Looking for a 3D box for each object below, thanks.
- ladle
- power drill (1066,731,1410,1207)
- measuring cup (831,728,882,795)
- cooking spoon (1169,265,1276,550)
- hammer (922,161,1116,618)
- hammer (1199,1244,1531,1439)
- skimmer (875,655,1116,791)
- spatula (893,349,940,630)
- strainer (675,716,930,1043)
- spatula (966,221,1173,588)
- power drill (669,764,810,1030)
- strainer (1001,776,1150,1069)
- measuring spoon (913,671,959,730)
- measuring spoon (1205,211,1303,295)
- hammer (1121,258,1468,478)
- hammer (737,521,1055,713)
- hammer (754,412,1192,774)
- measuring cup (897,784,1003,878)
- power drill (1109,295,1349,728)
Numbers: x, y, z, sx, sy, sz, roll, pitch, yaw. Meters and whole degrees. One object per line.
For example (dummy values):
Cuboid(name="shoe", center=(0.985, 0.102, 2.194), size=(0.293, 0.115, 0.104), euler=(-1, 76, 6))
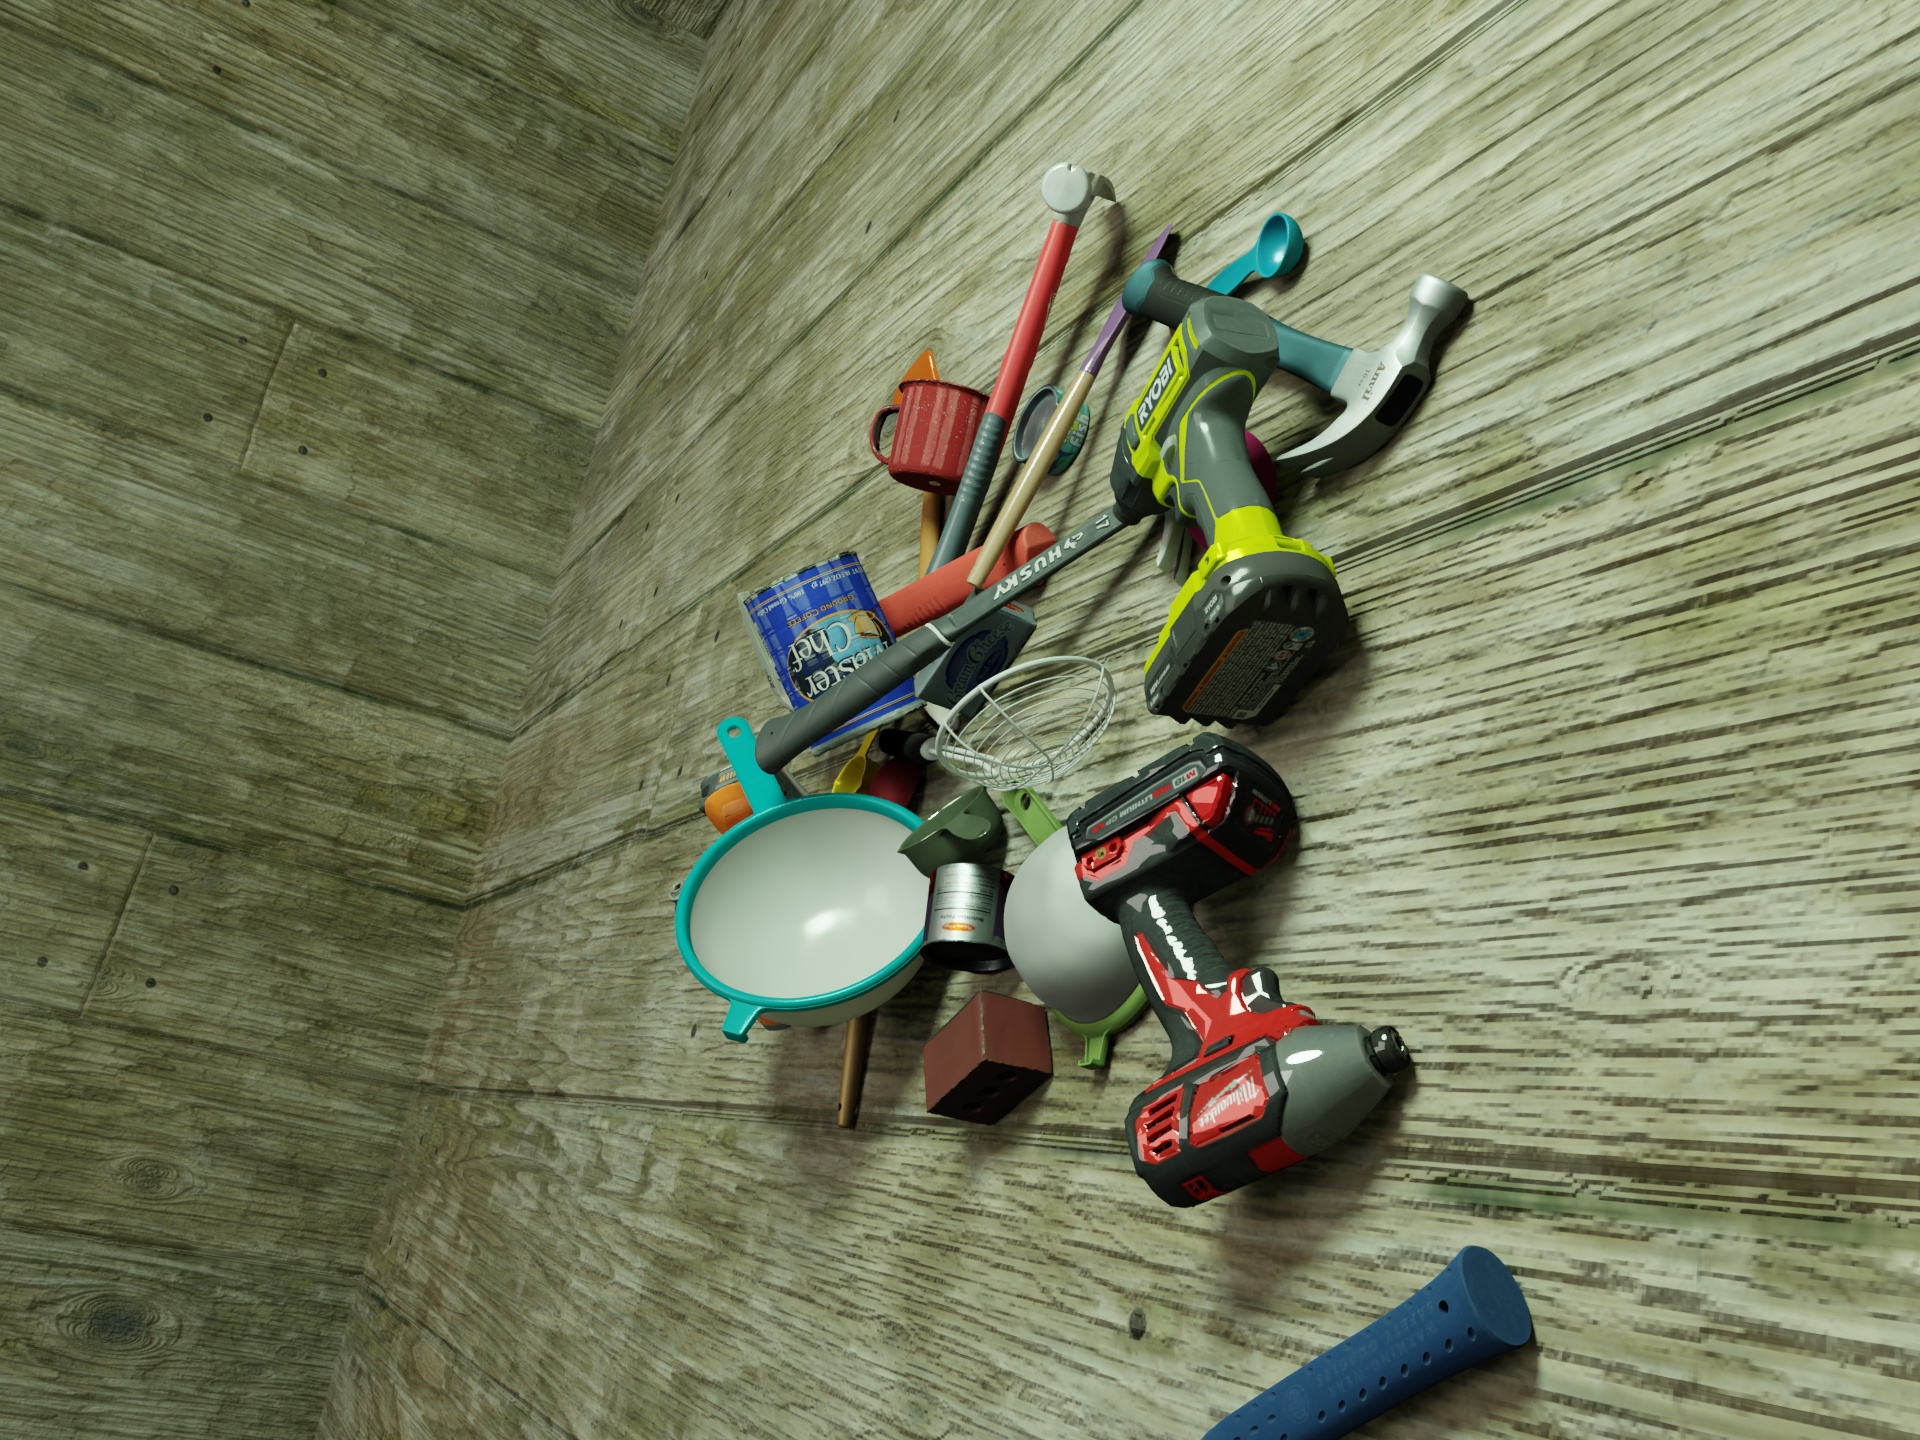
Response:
Cuboid(name="ladle", center=(-0.072, 0.171, 1.293), size=(0.069, 0.031, 0.316), euler=(-24, 53, 54))
Cuboid(name="power drill", center=(0.138, 0.123, 0.815), size=(0.143, 0.078, 0.220), euler=(-33, 46, 25))
Cuboid(name="measuring cup", center=(-0.067, 0.017, 1.402), size=(0.156, 0.029, 0.062), euler=(-63, 23, -12))
Cuboid(name="cooking spoon", center=(0.165, -0.225, 1.091), size=(0.068, 0.017, 0.319), euler=(-35, 39, 28))
Cuboid(name="hammer", center=(0.040, -0.267, 1.330), size=(0.143, 0.038, 0.386), euler=(-44, -25, -69))
Cuboid(name="hammer", center=(0.114, 0.364, 0.754), size=(0.405, 0.035, 0.144), euler=(-51, 31, 36))
Cuboid(name="skimmer", center=(-0.002, -0.004, 1.178), size=(0.363, 0.127, 0.090), euler=(-173, 72, -69))
Cuboid(name="spatula", center=(-0.036, -0.197, 1.461), size=(0.081, 0.041, 0.323), euler=(-44, 37, 49))
Cuboid(name="strainer", center=(-0.130, 0.125, 1.270), size=(0.341, 0.211, 0.095), euler=(-124, 16, -47))
Cuboid(name="spatula", center=(0.085, -0.241, 1.210), size=(0.316, 0.018, 0.060), euler=(-61, 7, -2))
Cuboid(name="power drill", center=(-0.183, 0.133, 1.367), size=(0.084, 0.164, 0.227), euler=(-24, 36, 19))
Cuboid(name="strainer", center=(0.055, 0.094, 1.028), size=(0.151, 0.069, 0.257), euler=(-64, 27, 15))
Cuboid(name="measuring spoon", center=(-0.022, -0.019, 1.344), size=(0.034, 0.018, 0.124), euler=(-61, 33, 13))
Cuboid(name="measuring spoon", center=(0.200, -0.306, 1.089), size=(0.128, 0.021, 0.042), euler=(159, 114, -70))
Cuboid(name="hammer", center=(0.189, -0.248, 1.020), size=(0.128, 0.033, 0.331), euler=(-64, 29, 15))
Cuboid(name="hammer", center=(-0.058, -0.098, 1.343), size=(0.359, 0.036, 0.149), euler=(-23, 89, 46))
Cuboid(name="hammer", center=(0.000, -0.068, 1.161), size=(0.409, 0.036, 0.149), euler=(-33, 45, 26))
Cuboid(name="measuring cup", center=(0.007, 0.085, 1.119), size=(0.083, 0.038, 0.167), euler=(-38, 8, -10))
Cuboid(name="power drill", center=(0.145, -0.114, 0.940), size=(0.171, 0.080, 0.223), euler=(119, 151, -50))
